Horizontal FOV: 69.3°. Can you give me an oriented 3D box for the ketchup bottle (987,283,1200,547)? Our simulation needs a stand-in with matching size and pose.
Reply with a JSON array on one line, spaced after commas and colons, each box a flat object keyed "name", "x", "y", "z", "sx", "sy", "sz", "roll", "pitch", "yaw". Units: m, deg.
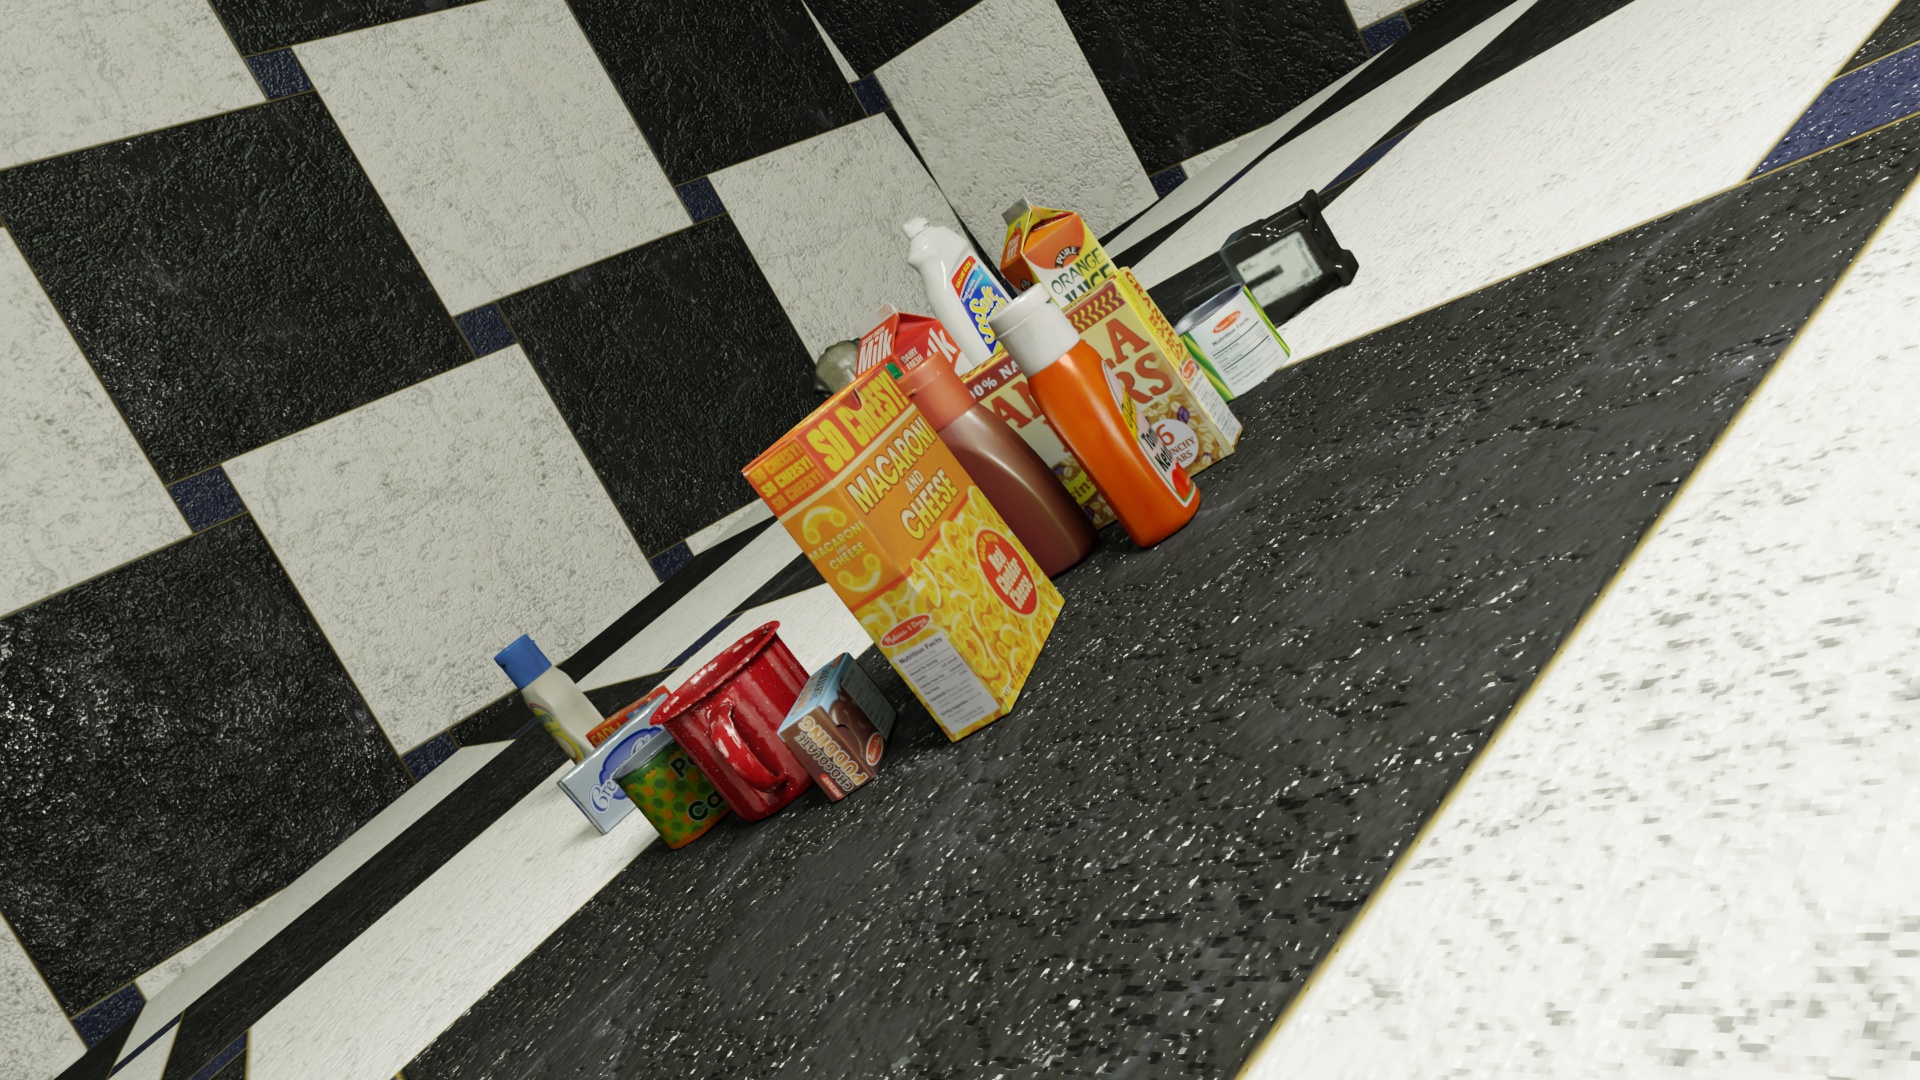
[{"name": "ketchup bottle", "x": 0.071, "y": -0.068, "z": 0.752, "sx": 0.043, "sy": 0.148, "sz": 0.065, "roll": -34, "pitch": 10, "yaw": 20}]

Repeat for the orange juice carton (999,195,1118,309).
[{"name": "orange juice carton", "x": 0.106, "y": -0.245, "z": 1.341, "sx": 0.073, "sy": 0.192, "sz": 0.072, "roll": -39, "pitch": 9, "yaw": -13}]

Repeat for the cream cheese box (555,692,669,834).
[{"name": "cream cheese box", "x": -0.250, "y": 0.170, "z": 1.061, "sx": 0.104, "sy": 0.053, "sz": 0.024, "roll": -42, "pitch": 10, "yaw": -27}]

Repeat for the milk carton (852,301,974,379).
[{"name": "milk carton", "x": -0.028, "y": -0.137, "z": 1.314, "sx": 0.074, "sy": 0.190, "sz": 0.072, "roll": -44, "pitch": 11, "yaw": -36}]

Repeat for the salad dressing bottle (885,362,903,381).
[{"name": "salad dressing bottle", "x": -0.027, "y": -0.082, "z": 1.177, "sx": 0.064, "sy": 0.147, "sz": 0.044, "roll": -44, "pitch": 11, "yaw": -37}]

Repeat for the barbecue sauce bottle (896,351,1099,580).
[{"name": "barbecue sauce bottle", "x": 0.017, "y": -0.043, "z": 0.827, "sx": 0.064, "sy": 0.148, "sz": 0.044, "roll": -28, "pitch": 13, "yaw": 44}]

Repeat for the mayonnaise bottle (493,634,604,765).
[{"name": "mayonnaise bottle", "x": -0.361, "y": 0.153, "z": 1.257, "sx": 0.041, "sy": 0.148, "sz": 0.064, "roll": -44, "pitch": 11, "yaw": -35}]

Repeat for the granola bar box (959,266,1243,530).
[{"name": "granola bar box", "x": 0.067, "y": -0.069, "z": 0.845, "sx": 0.165, "sy": 0.124, "sz": 0.039, "roll": -32, "pitch": 11, "yaw": 29}]

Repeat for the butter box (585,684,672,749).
[{"name": "butter box", "x": -0.264, "y": 0.161, "z": 1.154, "sx": 0.103, "sy": 0.053, "sz": 0.024, "roll": -29, "pitch": 12, "yaw": 39}]

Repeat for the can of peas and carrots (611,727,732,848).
[{"name": "can of peas and carrots", "x": -0.170, "y": 0.148, "z": 0.862, "sx": 0.071, "sy": 0.058, "sz": 0.071, "roll": -36, "pitch": 9, "yaw": 7}]

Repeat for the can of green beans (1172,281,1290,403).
[{"name": "can of green beans", "x": 0.181, "y": -0.132, "z": 0.940, "sx": 0.071, "sy": 0.057, "sz": 0.071, "roll": -36, "pitch": 9, "yaw": 7}]

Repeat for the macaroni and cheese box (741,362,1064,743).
[{"name": "macaroni and cheese box", "x": -0.022, "y": 0.001, "z": 0.702, "sx": 0.040, "sy": 0.166, "sz": 0.124, "roll": -33, "pitch": 10, "yaw": 27}]

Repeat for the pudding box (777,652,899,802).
[{"name": "pudding box", "x": -0.064, "y": 0.098, "z": 0.745, "sx": 0.030, "sy": 0.049, "sz": 0.084, "roll": -35, "pitch": 10, "yaw": 14}]
